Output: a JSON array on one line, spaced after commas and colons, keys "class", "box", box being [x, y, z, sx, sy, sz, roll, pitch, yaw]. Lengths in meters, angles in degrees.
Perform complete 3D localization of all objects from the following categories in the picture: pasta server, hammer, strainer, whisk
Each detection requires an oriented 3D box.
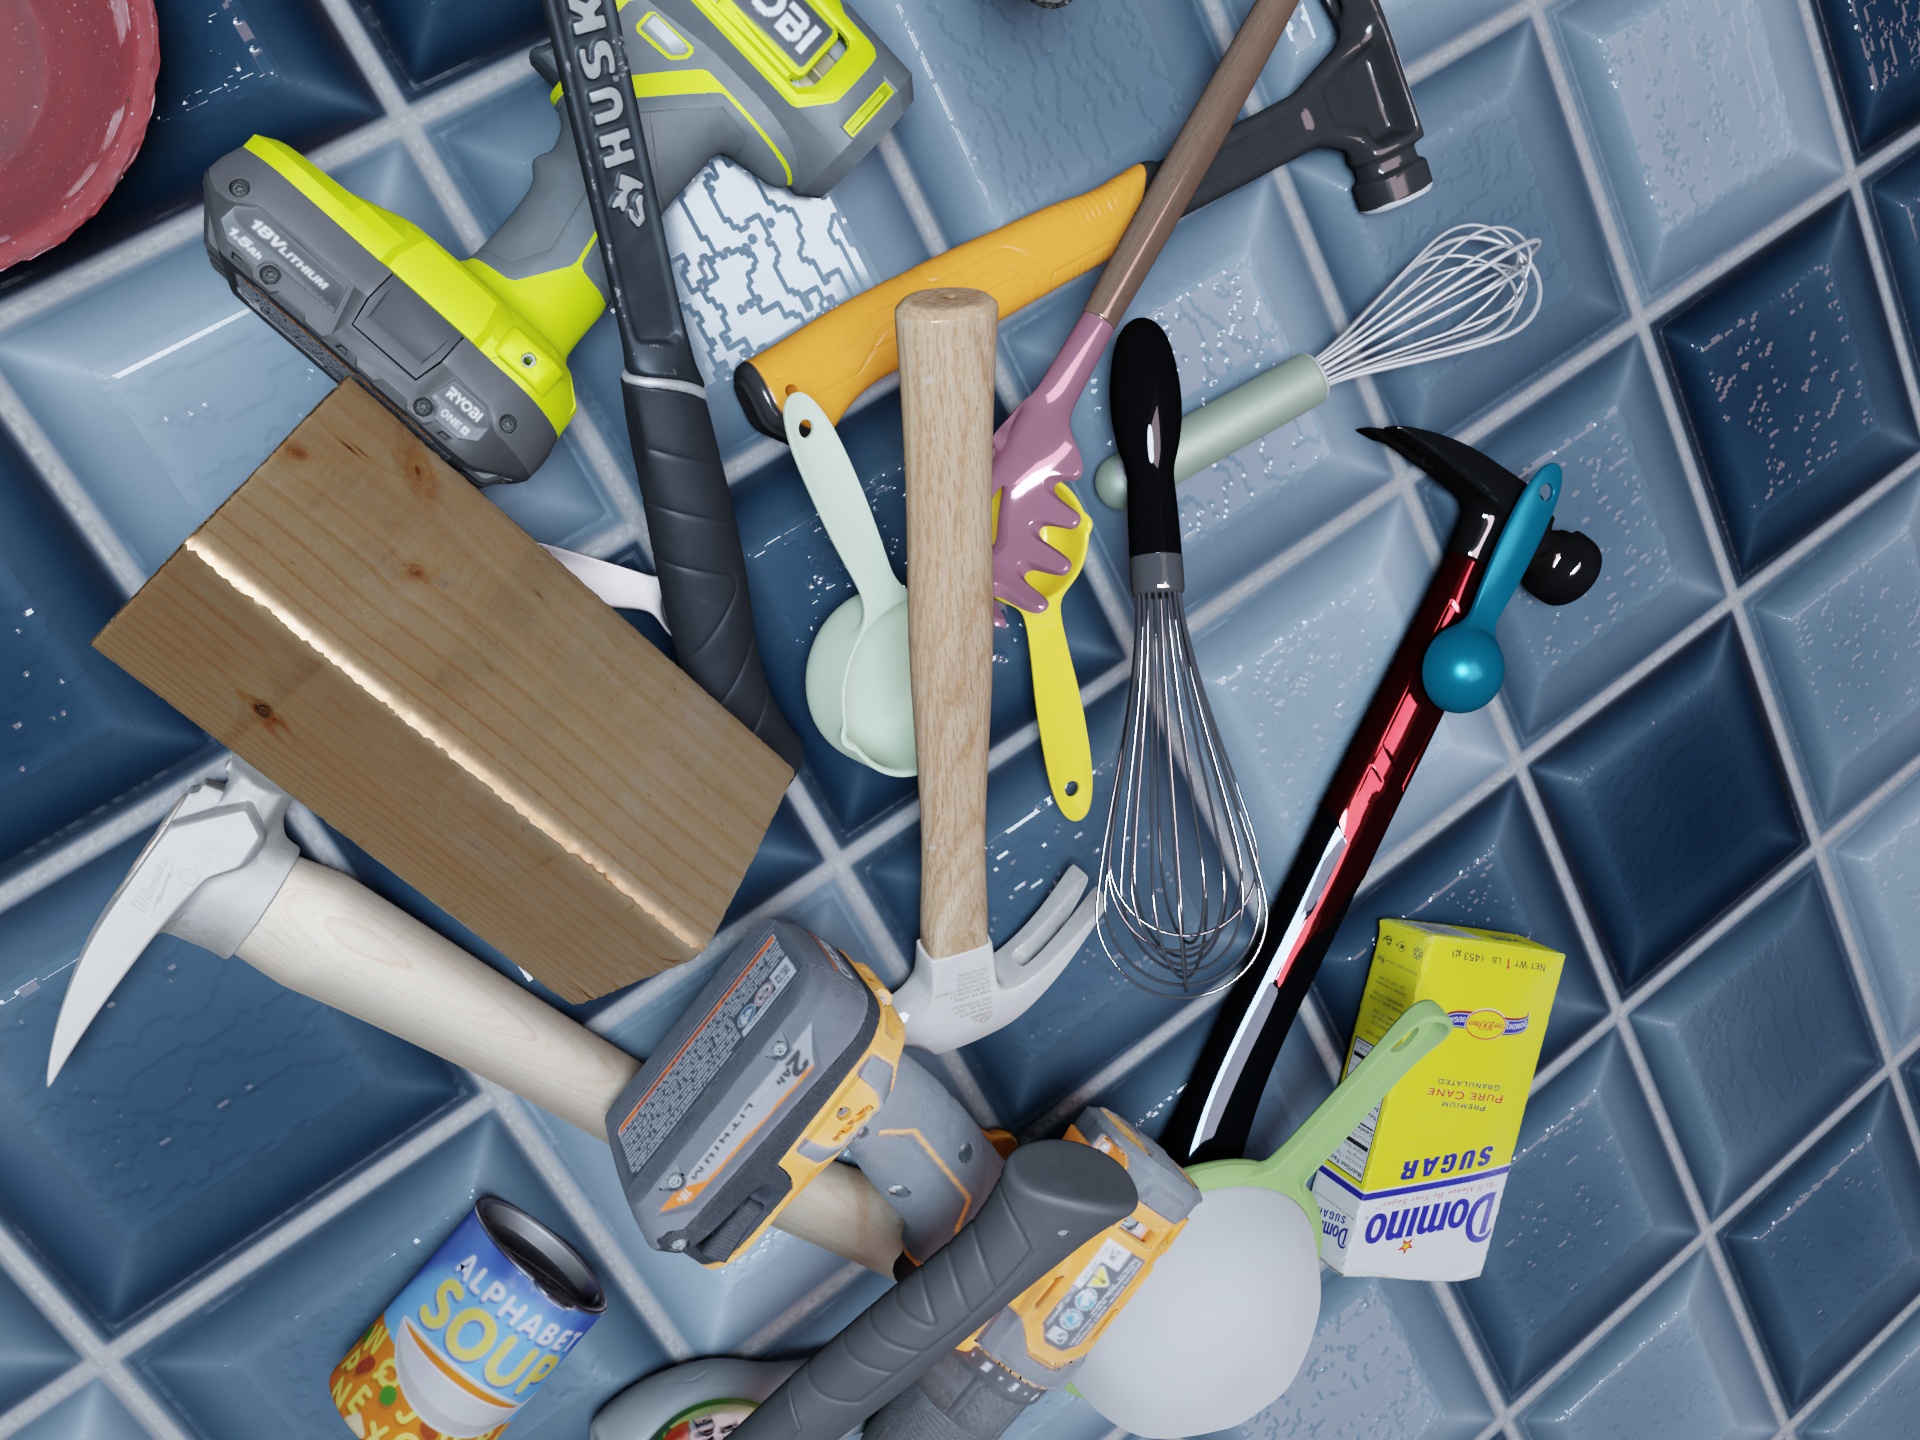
[{"class": "pasta server", "box": [0.074, -0.184, 0.643, 0.060, 0.040, 0.316, 32, 86, -40]}, {"class": "hammer", "box": [-0.001, -0.002, 0.617, 0.130, 0.031, 0.331, -14, 125, -21]}, {"class": "strainer", "box": [0.144, 0.237, 0.711, 0.151, 0.069, 0.256, 28, 107, -33]}, {"class": "hammer", "box": [-0.106, -0.127, 0.526, 0.149, 0.036, 0.408, -30, 133, -28]}, {"class": "hammer", "box": [-0.061, 0.266, 0.587, 0.146, 0.035, 0.334, 37, 109, -25]}, {"class": "hammer", "box": [0.171, 0.053, 0.758, 0.143, 0.038, 0.386, 28, 86, -23]}, {"class": "hammer", "box": [0.051, -0.214, 0.667, 0.337, 0.034, 0.127, -32, 110, -16]}, {"class": "hammer", "box": [-0.140, 0.162, 0.641, 0.410, 0.038, 0.146, 35, 85, -24]}, {"class": "whisk", "box": [0.082, -0.028, 0.659, 0.070, 0.070, 0.285, -1, 84, -23]}, {"class": "whisk", "box": [0.165, -0.159, 0.720, 0.246, 0.059, 0.058, -30, 84, -12]}]

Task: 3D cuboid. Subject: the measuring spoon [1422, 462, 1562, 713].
[{"class": "measuring spoon", "box": [0.257, -0.062, 0.743, 0.042, 0.021, 0.128, 26, 89, -22]}]

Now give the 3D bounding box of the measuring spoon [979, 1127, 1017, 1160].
[{"class": "measuring spoon", "box": [-0.016, 0.171, 0.696, 0.116, 0.011, 0.021, 35, 100, -37]}]

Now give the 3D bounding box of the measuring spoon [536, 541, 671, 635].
[{"class": "measuring spoon", "box": [-0.146, -0.055, 0.620, 0.124, 0.018, 0.034, 12, 95, -18]}]

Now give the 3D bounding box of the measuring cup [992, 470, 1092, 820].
[{"class": "measuring cup", "box": [0.033, -0.031, 0.692, 0.062, 0.029, 0.156, -17, 107, -20]}]

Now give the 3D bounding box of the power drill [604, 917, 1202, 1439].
[{"class": "power drill", "box": [-0.032, 0.205, 0.631, 0.226, 0.084, 0.185, 39, 89, -27]}]

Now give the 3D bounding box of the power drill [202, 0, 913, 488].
[{"class": "power drill", "box": [-0.151, -0.215, 0.557, 0.190, 0.080, 0.228, 42, 79, -19]}]

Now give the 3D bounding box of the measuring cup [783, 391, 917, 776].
[{"class": "measuring cup", "box": [-0.043, -0.054, 0.631, 0.083, 0.038, 0.167, -39, 123, -27]}]

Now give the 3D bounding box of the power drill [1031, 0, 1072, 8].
[{"class": "power drill", "box": [-0.042, -0.333, 0.550, 0.219, 0.078, 0.143, 7, 63, -33]}]
